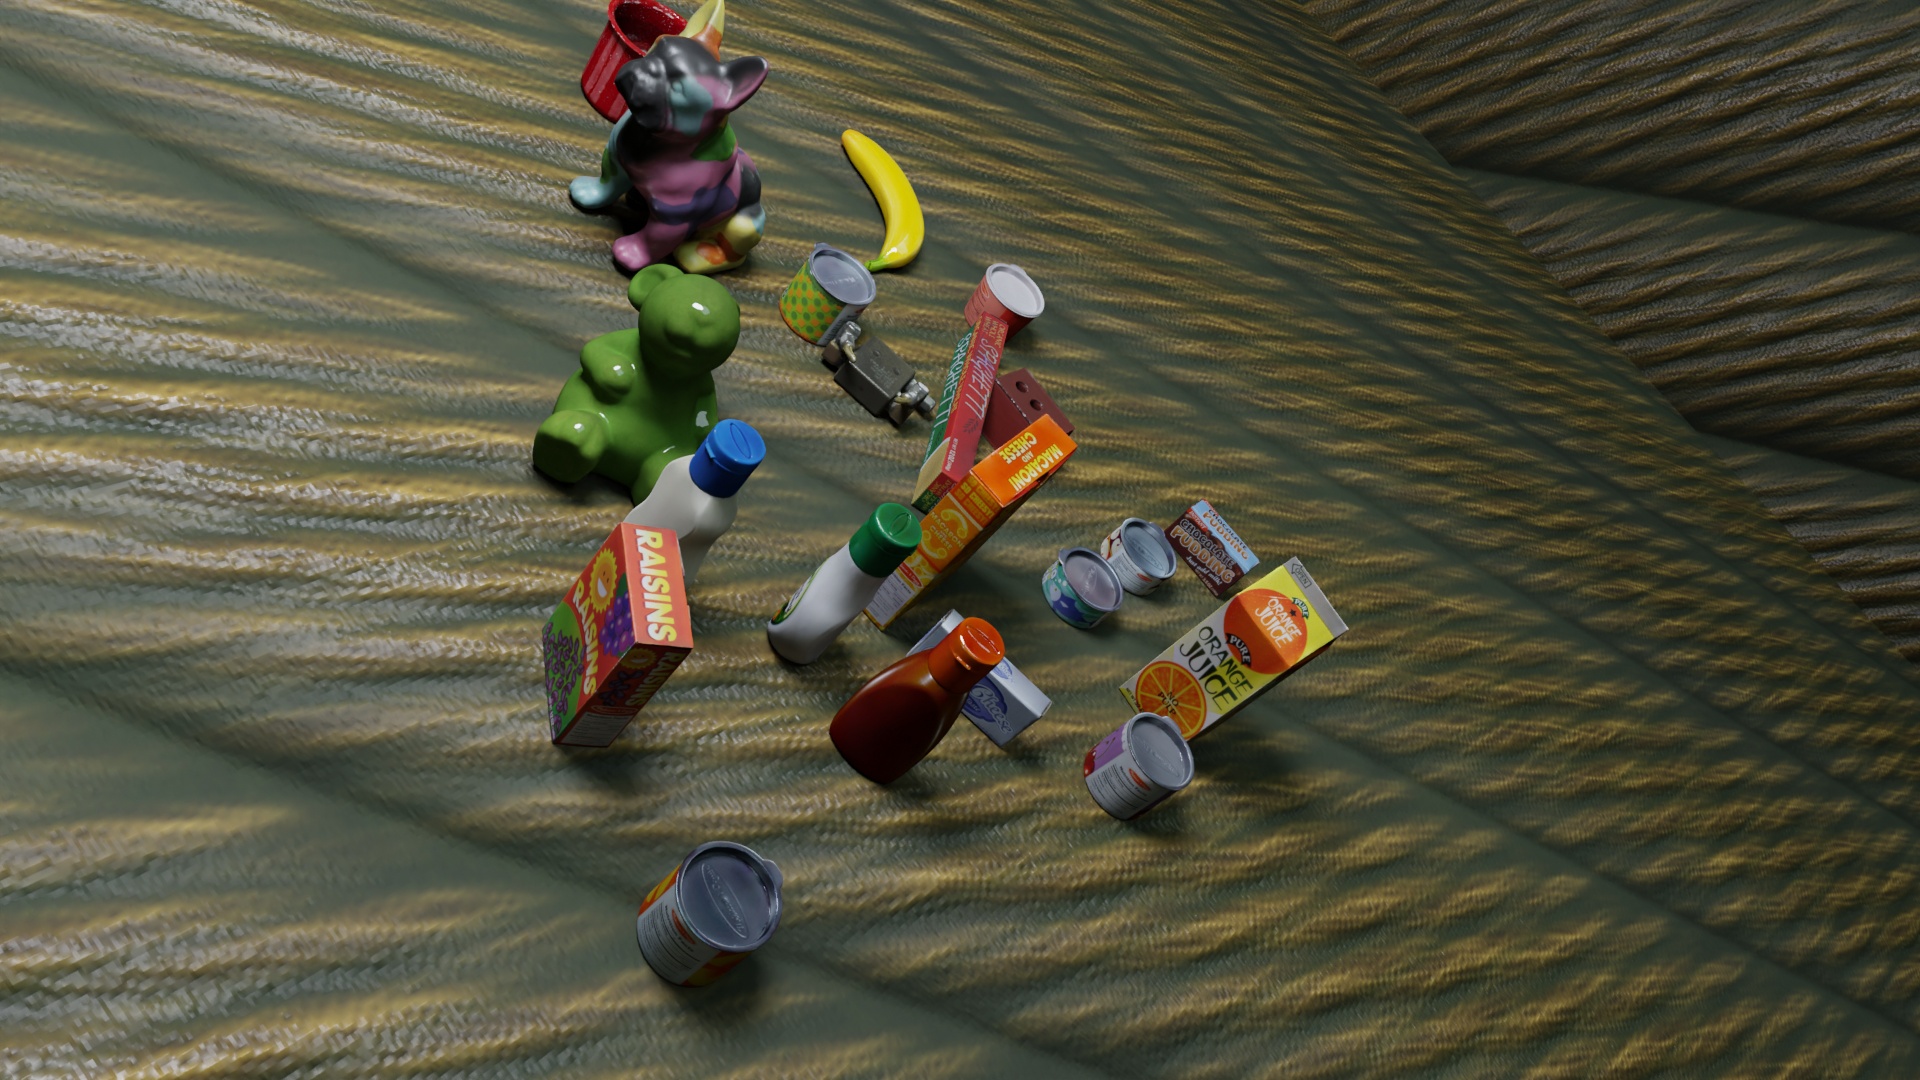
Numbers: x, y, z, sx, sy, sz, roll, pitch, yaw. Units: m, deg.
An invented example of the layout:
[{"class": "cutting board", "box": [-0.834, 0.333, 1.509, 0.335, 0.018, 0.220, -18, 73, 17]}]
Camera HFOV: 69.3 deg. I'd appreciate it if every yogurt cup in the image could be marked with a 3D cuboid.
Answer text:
[{"class": "yogurt cup", "box": [0.040, -0.231, 1.372, 0.072, 0.053, 0.073, 24, 43, -24]}]

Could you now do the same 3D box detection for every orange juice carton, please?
[{"class": "orange juice carton", "box": [0.227, 0.093, 1.133, 0.073, 0.191, 0.072, -16, 68, -48]}]

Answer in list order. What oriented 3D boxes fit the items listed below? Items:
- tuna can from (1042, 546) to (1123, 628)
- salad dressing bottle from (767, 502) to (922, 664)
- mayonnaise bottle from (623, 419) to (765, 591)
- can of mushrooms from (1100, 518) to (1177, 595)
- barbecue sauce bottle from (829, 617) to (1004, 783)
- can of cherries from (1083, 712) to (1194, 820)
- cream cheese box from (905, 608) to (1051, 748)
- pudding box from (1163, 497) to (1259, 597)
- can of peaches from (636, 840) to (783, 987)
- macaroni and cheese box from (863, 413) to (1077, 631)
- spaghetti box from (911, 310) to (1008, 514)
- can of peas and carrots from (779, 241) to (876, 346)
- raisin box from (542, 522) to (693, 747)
[{"class": "tuna can", "box": [0.103, 0.040, 1.200, 0.071, 0.032, 0.071, 24, 43, -24]}, {"class": "salad dressing bottle", "box": [-0.079, 0.030, 0.954, 0.044, 0.147, 0.064, 43, 38, -3]}, {"class": "mayonnaise bottle", "box": [-0.177, -0.021, 0.913, 0.041, 0.147, 0.065, -6, 61, -45]}, {"class": "can of mushrooms", "box": [0.164, 0.014, 1.276, 0.071, 0.033, 0.071, 24, 43, -24]}, {"class": "barbecue sauce bottle", "box": [-0.027, 0.105, 0.932, 0.065, 0.148, 0.044, 44, 38, -2]}, {"class": "can of cherries", "box": [0.140, 0.176, 1.088, 0.071, 0.058, 0.072, 24, 43, -24]}, {"class": "cream cheese box", "box": [0.013, 0.105, 1.044, 0.104, 0.053, 0.024, 44, 38, -1]}, {"class": "pudding box", "box": [0.241, 0.007, 1.338, 0.084, 0.049, 0.030, 50, 39, 7]}, {"class": "can of peaches", "box": [-0.144, 0.215, 0.802, 0.071, 0.057, 0.071, 24, 43, -24]}, {"class": "macaroni and cheese box", "box": [0.004, -0.013, 1.052, 0.040, 0.165, 0.124, 47, 38, 3]}, {"class": "spaghetti box", "box": [0.002, -0.118, 1.238, 0.028, 0.050, 0.251, 32, 40, -16]}, {"class": "can of peas and carrots", "box": [-0.118, -0.214, 1.212, 0.071, 0.058, 0.071, 24, 43, -24]}, {"class": "raisin box", "box": [-0.207, 0.059, 0.835, 0.040, 0.122, 0.086, 11, 49, -35]}]
